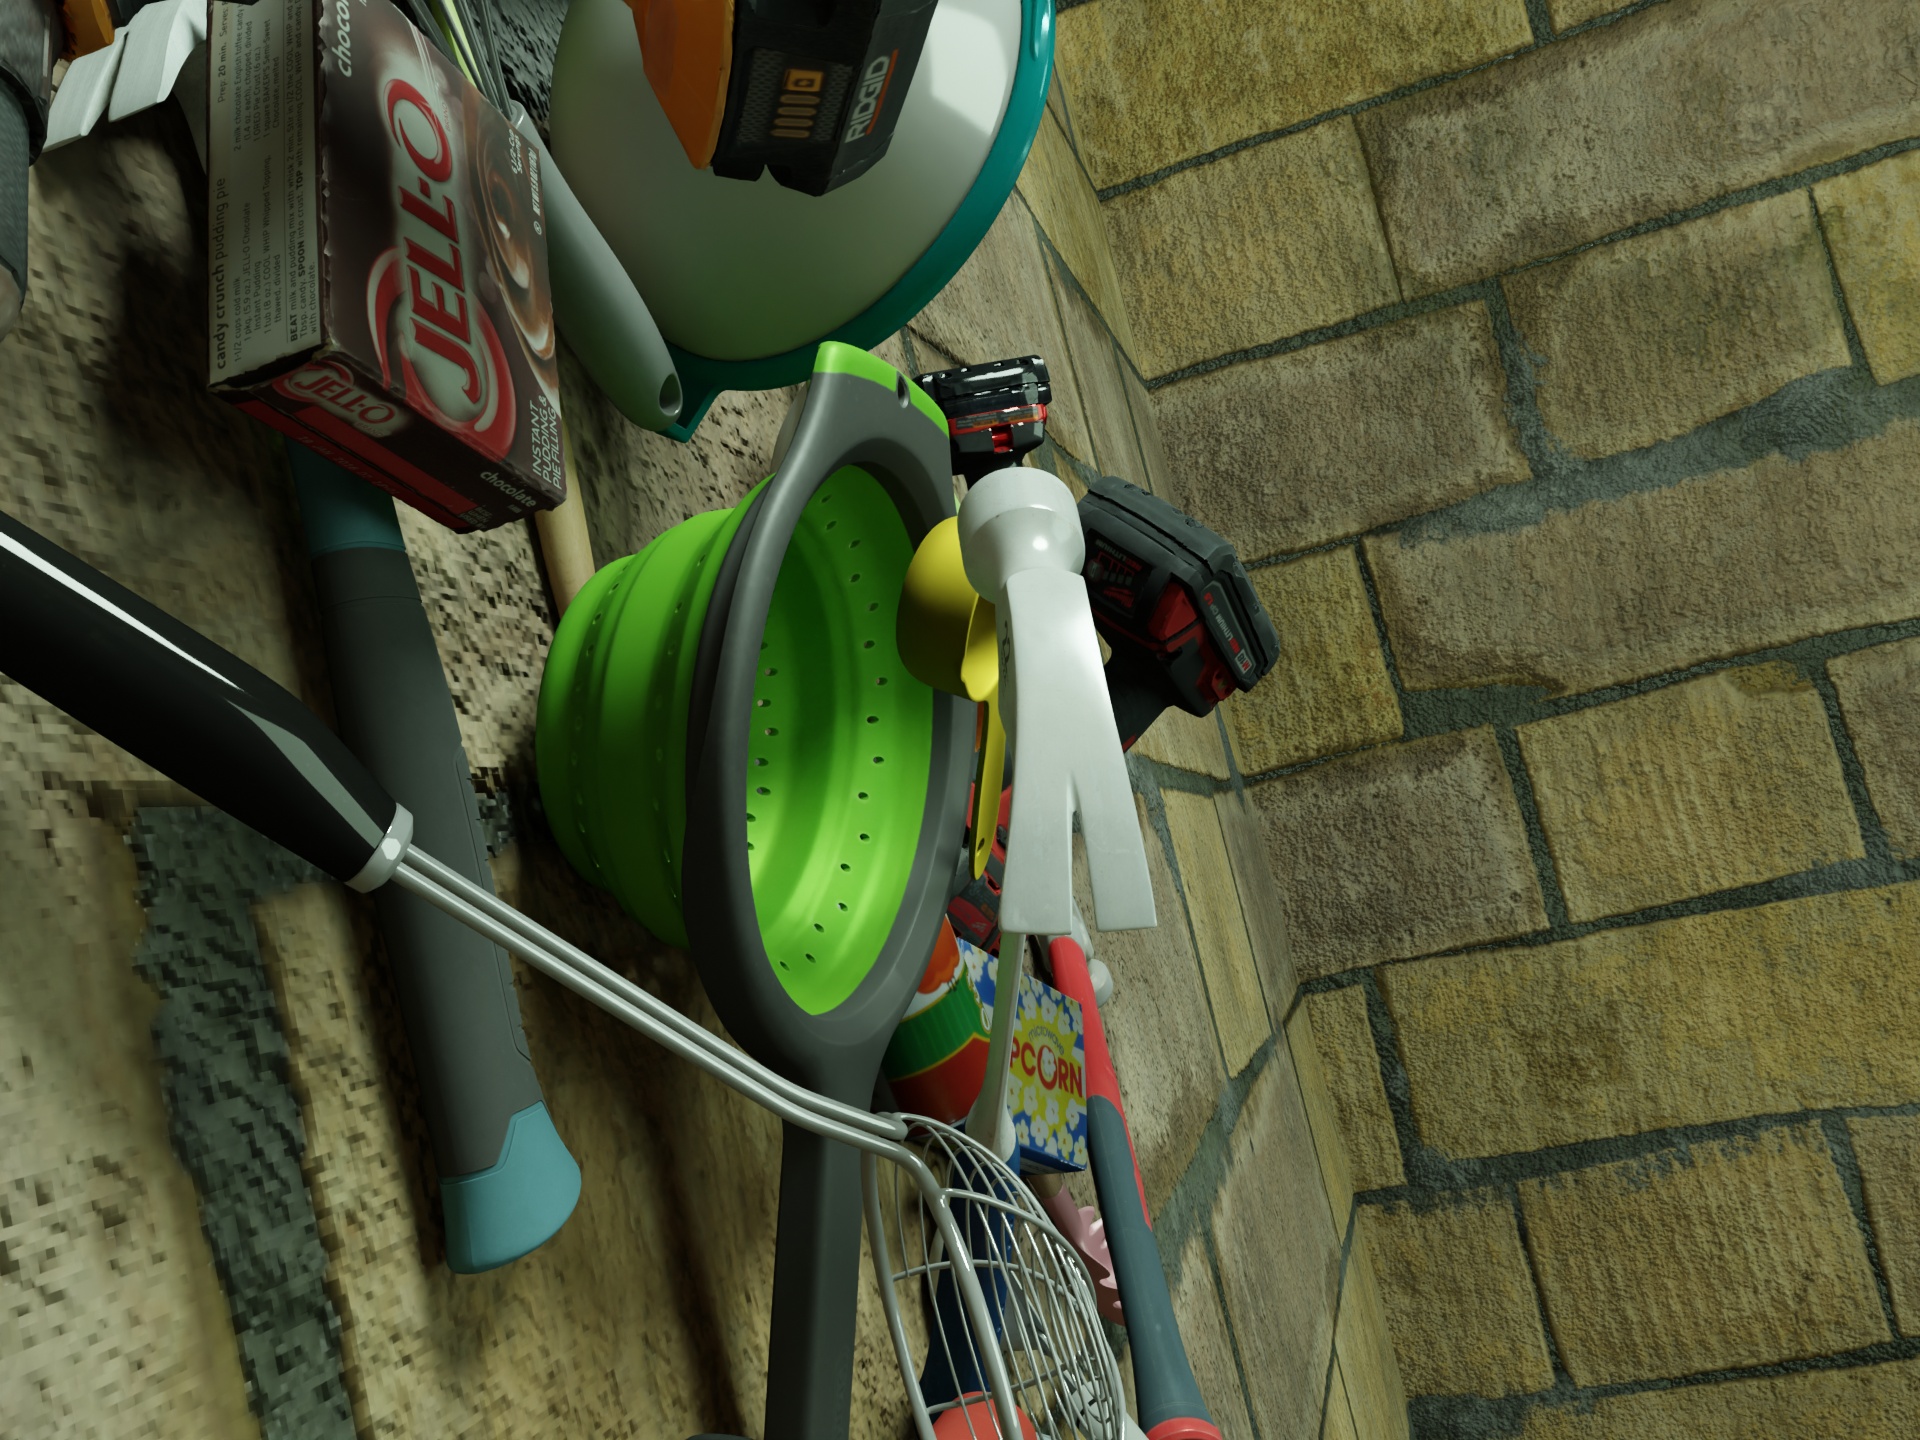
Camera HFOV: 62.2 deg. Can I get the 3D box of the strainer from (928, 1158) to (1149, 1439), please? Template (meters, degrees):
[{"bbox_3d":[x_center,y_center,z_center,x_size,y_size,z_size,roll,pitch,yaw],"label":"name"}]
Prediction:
[{"bbox_3d":[0.046,0.270,0.638,0.259,0.050,0.086,38,-25,49],"label":"strainer"}]

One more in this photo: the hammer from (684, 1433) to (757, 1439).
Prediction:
[{"bbox_3d":[-0.103,0.220,0.211,0.335,0.035,0.146,-33,106,-62],"label":"hammer"}]

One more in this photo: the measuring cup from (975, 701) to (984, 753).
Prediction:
[{"bbox_3d":[-0.018,0.008,0.813,0.173,0.052,0.095,47,31,-57],"label":"measuring cup"}]

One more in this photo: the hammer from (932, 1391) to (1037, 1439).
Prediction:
[{"bbox_3d":[-0.060,0.249,0.378,0.359,0.037,0.149,-13,88,-67],"label":"hammer"}]

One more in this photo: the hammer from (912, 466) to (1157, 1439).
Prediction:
[{"bbox_3d":[0.010,0.130,0.508,0.144,0.035,0.405,-97,-171,-49],"label":"hammer"}]

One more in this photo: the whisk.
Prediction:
[{"bbox_3d":[-0.135,-0.172,0.459,0.238,0.055,0.055,64,18,-51],"label":"whisk"}]

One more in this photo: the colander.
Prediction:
[{"bbox_3d":[-0.074,0.085,0.505,0.204,0.094,0.397,6,87,-72],"label":"colander"}]

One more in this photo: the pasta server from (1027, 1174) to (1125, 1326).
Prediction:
[{"bbox_3d":[0.046,0.231,0.853,0.060,0.040,0.316,-104,169,-56],"label":"pasta server"}]

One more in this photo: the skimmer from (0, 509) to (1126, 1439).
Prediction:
[{"bbox_3d":[-0.092,0.084,0.342,0.363,0.090,0.127,40,-1,-24],"label":"skimmer"}]

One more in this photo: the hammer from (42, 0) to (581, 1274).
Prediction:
[{"bbox_3d":[-0.150,-0.029,0.408,0.128,0.033,0.331,-2,77,-75],"label":"hammer"}]

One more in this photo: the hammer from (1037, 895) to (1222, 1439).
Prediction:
[{"bbox_3d":[0.073,0.208,0.841,0.387,0.038,0.143,-100,169,-60],"label":"hammer"}]

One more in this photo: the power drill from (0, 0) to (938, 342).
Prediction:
[{"bbox_3d":[-0.120,-0.154,0.315,0.084,0.226,0.185,129,-46,-65],"label":"power drill"}]

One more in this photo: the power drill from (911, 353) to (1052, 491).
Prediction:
[{"bbox_3d":[0.020,-0.096,0.956,0.143,0.078,0.219,-177,-105,-76],"label":"power drill"}]

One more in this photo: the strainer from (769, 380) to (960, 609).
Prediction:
[{"bbox_3d":[-0.065,-0.138,0.780,0.151,0.069,0.257,39,25,-54],"label":"strainer"}]

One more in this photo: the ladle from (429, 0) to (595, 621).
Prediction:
[{"bbox_3d":[-0.146,-0.184,0.533,0.078,0.062,0.320,161,-83,-84],"label":"ladle"}]

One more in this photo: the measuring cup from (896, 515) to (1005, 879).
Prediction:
[{"bbox_3d":[-0.001,-0.002,0.532,0.156,0.029,0.062,93,22,-45],"label":"measuring cup"}]

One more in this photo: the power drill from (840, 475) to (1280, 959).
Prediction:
[{"bbox_3d":[0.030,-0.001,0.724,0.080,0.227,0.187,38,-6,37],"label":"power drill"}]

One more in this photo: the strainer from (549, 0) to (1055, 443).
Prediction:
[{"bbox_3d":[-0.028,-0.259,0.536,0.095,0.340,0.211,21,48,-52],"label":"strainer"}]
